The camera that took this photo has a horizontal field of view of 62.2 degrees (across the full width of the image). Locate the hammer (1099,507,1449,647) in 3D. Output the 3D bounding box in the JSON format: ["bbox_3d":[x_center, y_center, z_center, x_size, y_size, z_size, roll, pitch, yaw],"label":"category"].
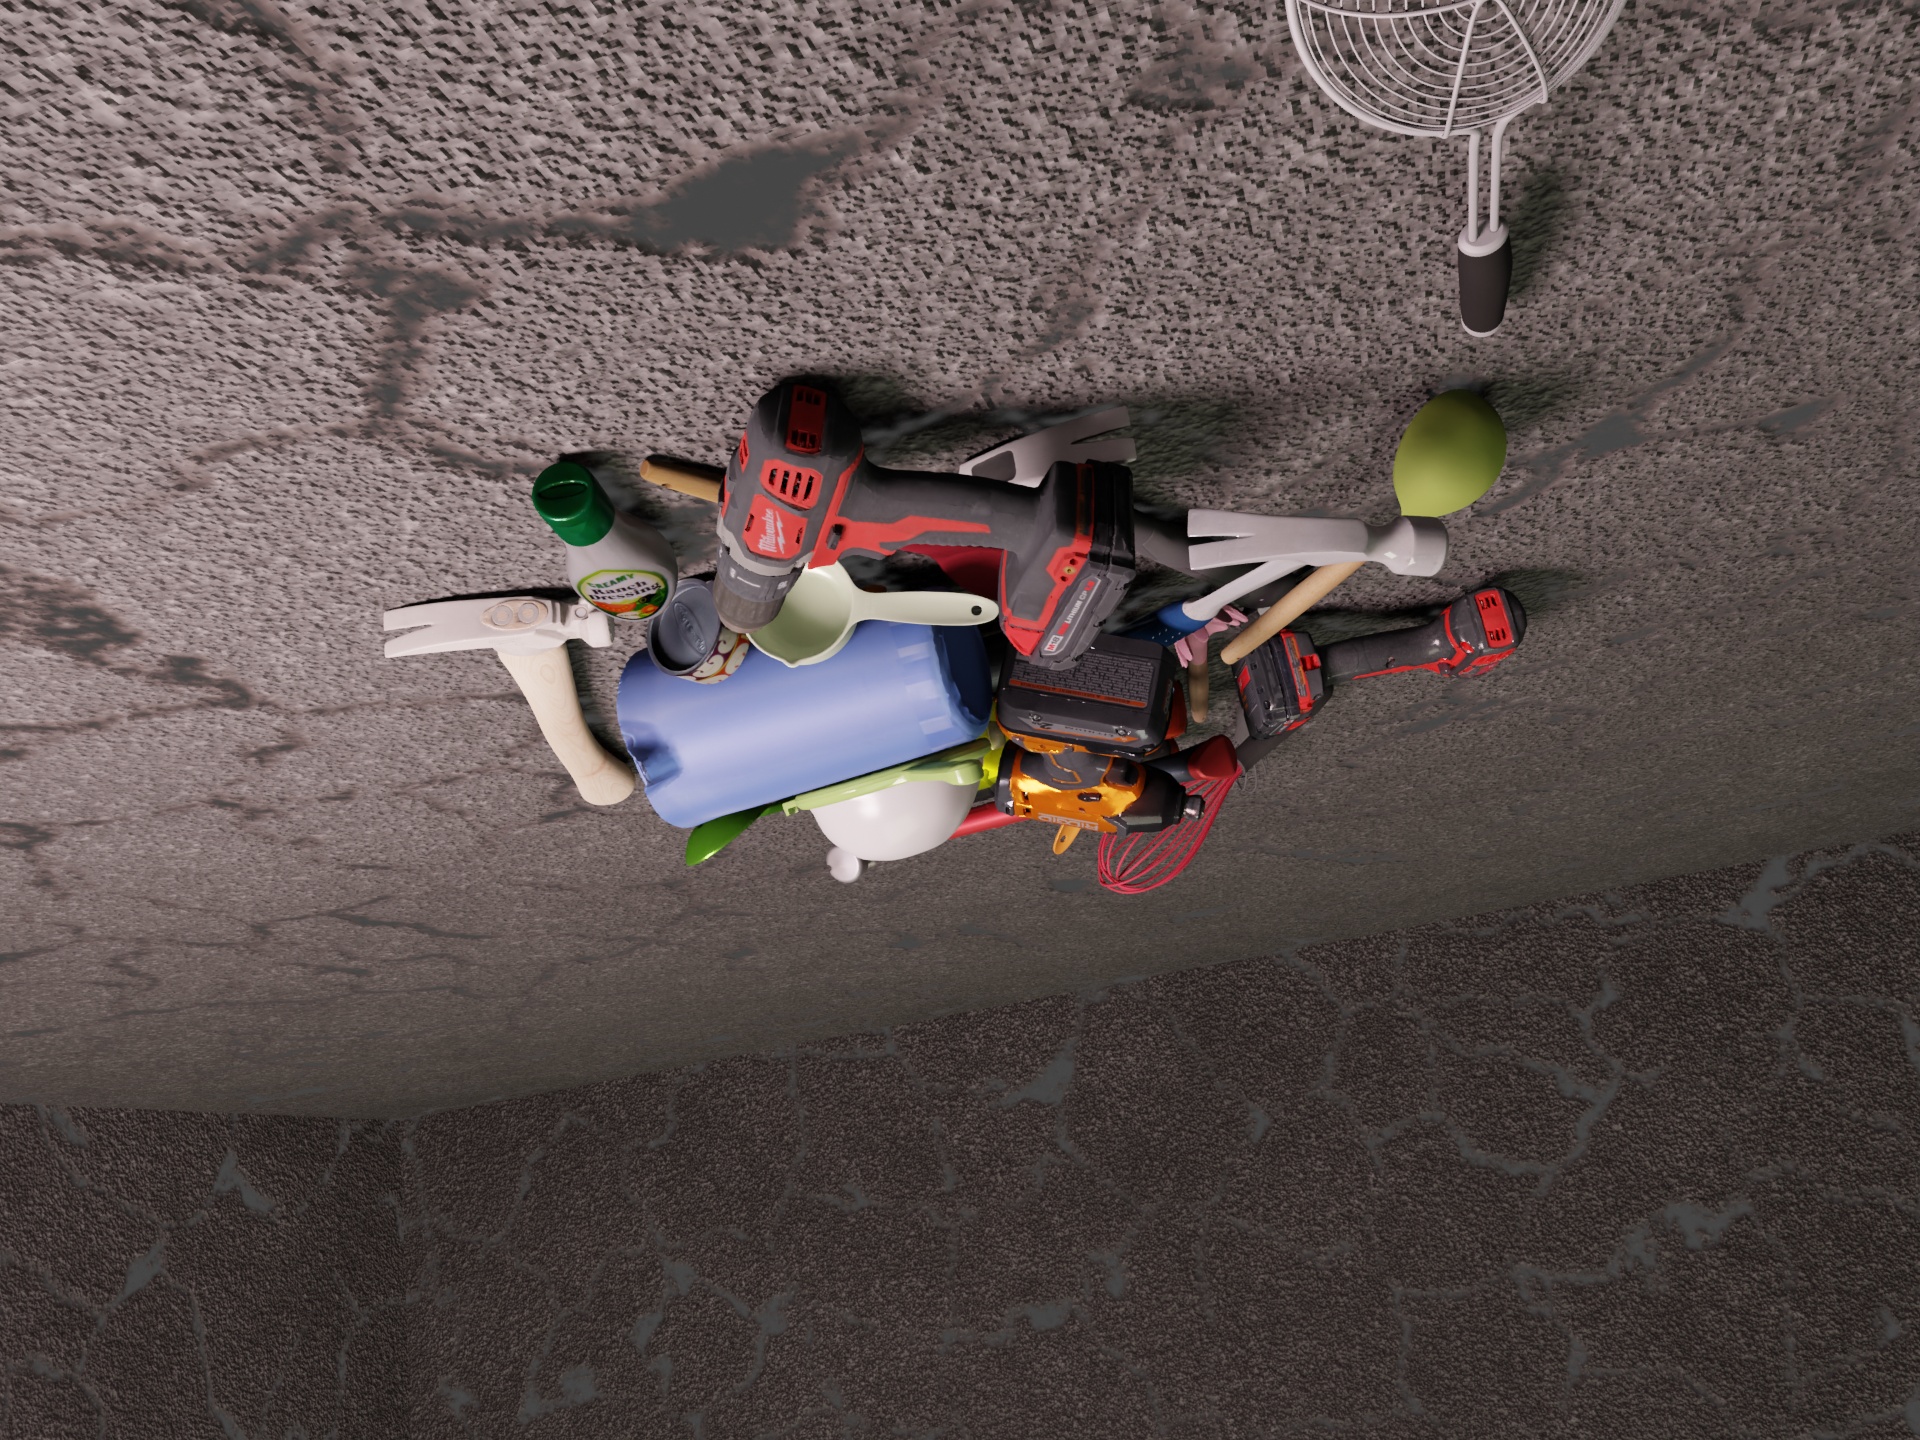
[{"bbox_3d":[0.159,-0.078,1.065,0.144,0.035,0.405,2,173,-13],"label":"hammer"}]

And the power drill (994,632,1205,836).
[{"bbox_3d":[0.105,0.020,1.175,0.164,0.084,0.226,10,155,8],"label":"power drill"}]

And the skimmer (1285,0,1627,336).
[{"bbox_3d":[0.221,-0.260,0.693,0.127,0.090,0.363,-17,171,16],"label":"skimmer"}]

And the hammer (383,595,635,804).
[{"bbox_3d":[-0.314,-0.002,1.212,0.146,0.038,0.410,-5,162,-6],"label":"hammer"}]

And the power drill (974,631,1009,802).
[{"bbox_3d":[-0.002,-0.004,1.292,0.190,0.080,0.228,-17,158,14],"label":"power drill"}]

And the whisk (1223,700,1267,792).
[{"bbox_3d":[0.278,0.017,1.537,0.055,0.055,0.238,-9,158,2],"label":"whisk"}]

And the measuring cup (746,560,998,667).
[{"bbox_3d":[-0.058,-0.071,1.028,0.167,0.083,0.038,2,174,4],"label":"measuring cup"}]

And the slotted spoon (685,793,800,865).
[{"bbox_3d":[-0.120,0.056,1.319,0.070,0.031,0.314,-27,178,35],"label":"slotted spoon"}]

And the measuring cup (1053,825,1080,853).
[{"bbox_3d":[0.104,0.025,1.318,0.095,0.052,0.173,13,108,-41],"label":"measuring cup"}]

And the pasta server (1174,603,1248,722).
[{"bbox_3d":[0.205,-0.040,1.339,0.060,0.040,0.316,-37,163,-2],"label":"pasta server"}]

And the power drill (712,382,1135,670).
[{"bbox_3d":[-0.030,-0.096,0.915,0.226,0.080,0.187,11,146,-13],"label":"power drill"}]

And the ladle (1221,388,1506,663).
[{"bbox_3d":[0.254,-0.116,1.075,0.078,0.062,0.320,-18,166,-27],"label":"ladle"}]

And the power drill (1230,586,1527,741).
[{"bbox_3d":[0.341,-0.049,1.309,0.219,0.078,0.143,-13,170,1],"label":"power drill"}]

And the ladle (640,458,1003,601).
[{"bbox_3d":[-0.062,-0.119,0.994,0.315,0.031,0.069,11,161,-42],"label":"ladle"}]

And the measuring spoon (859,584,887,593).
[{"bbox_3d":[-0.108,-0.078,1.115,0.117,0.011,0.021,-10,162,4],"label":"measuring spoon"}]

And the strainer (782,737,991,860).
[{"bbox_3d":[-0.025,0.062,1.125,0.151,0.069,0.256,-17,-178,-18],"label":"strainer"}]

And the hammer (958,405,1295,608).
[{"bbox_3d":[0.130,-0.124,1.053,0.146,0.035,0.334,-22,158,36],"label":"hammer"}]

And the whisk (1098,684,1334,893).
[{"bbox_3d":[0.229,0.051,1.405,0.296,0.073,0.073,-39,171,-20],"label":"whisk"}]

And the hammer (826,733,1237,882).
[{"bbox_3d":[0.069,0.071,1.424,0.386,0.038,0.143,-17,-174,29],"label":"hammer"}]
